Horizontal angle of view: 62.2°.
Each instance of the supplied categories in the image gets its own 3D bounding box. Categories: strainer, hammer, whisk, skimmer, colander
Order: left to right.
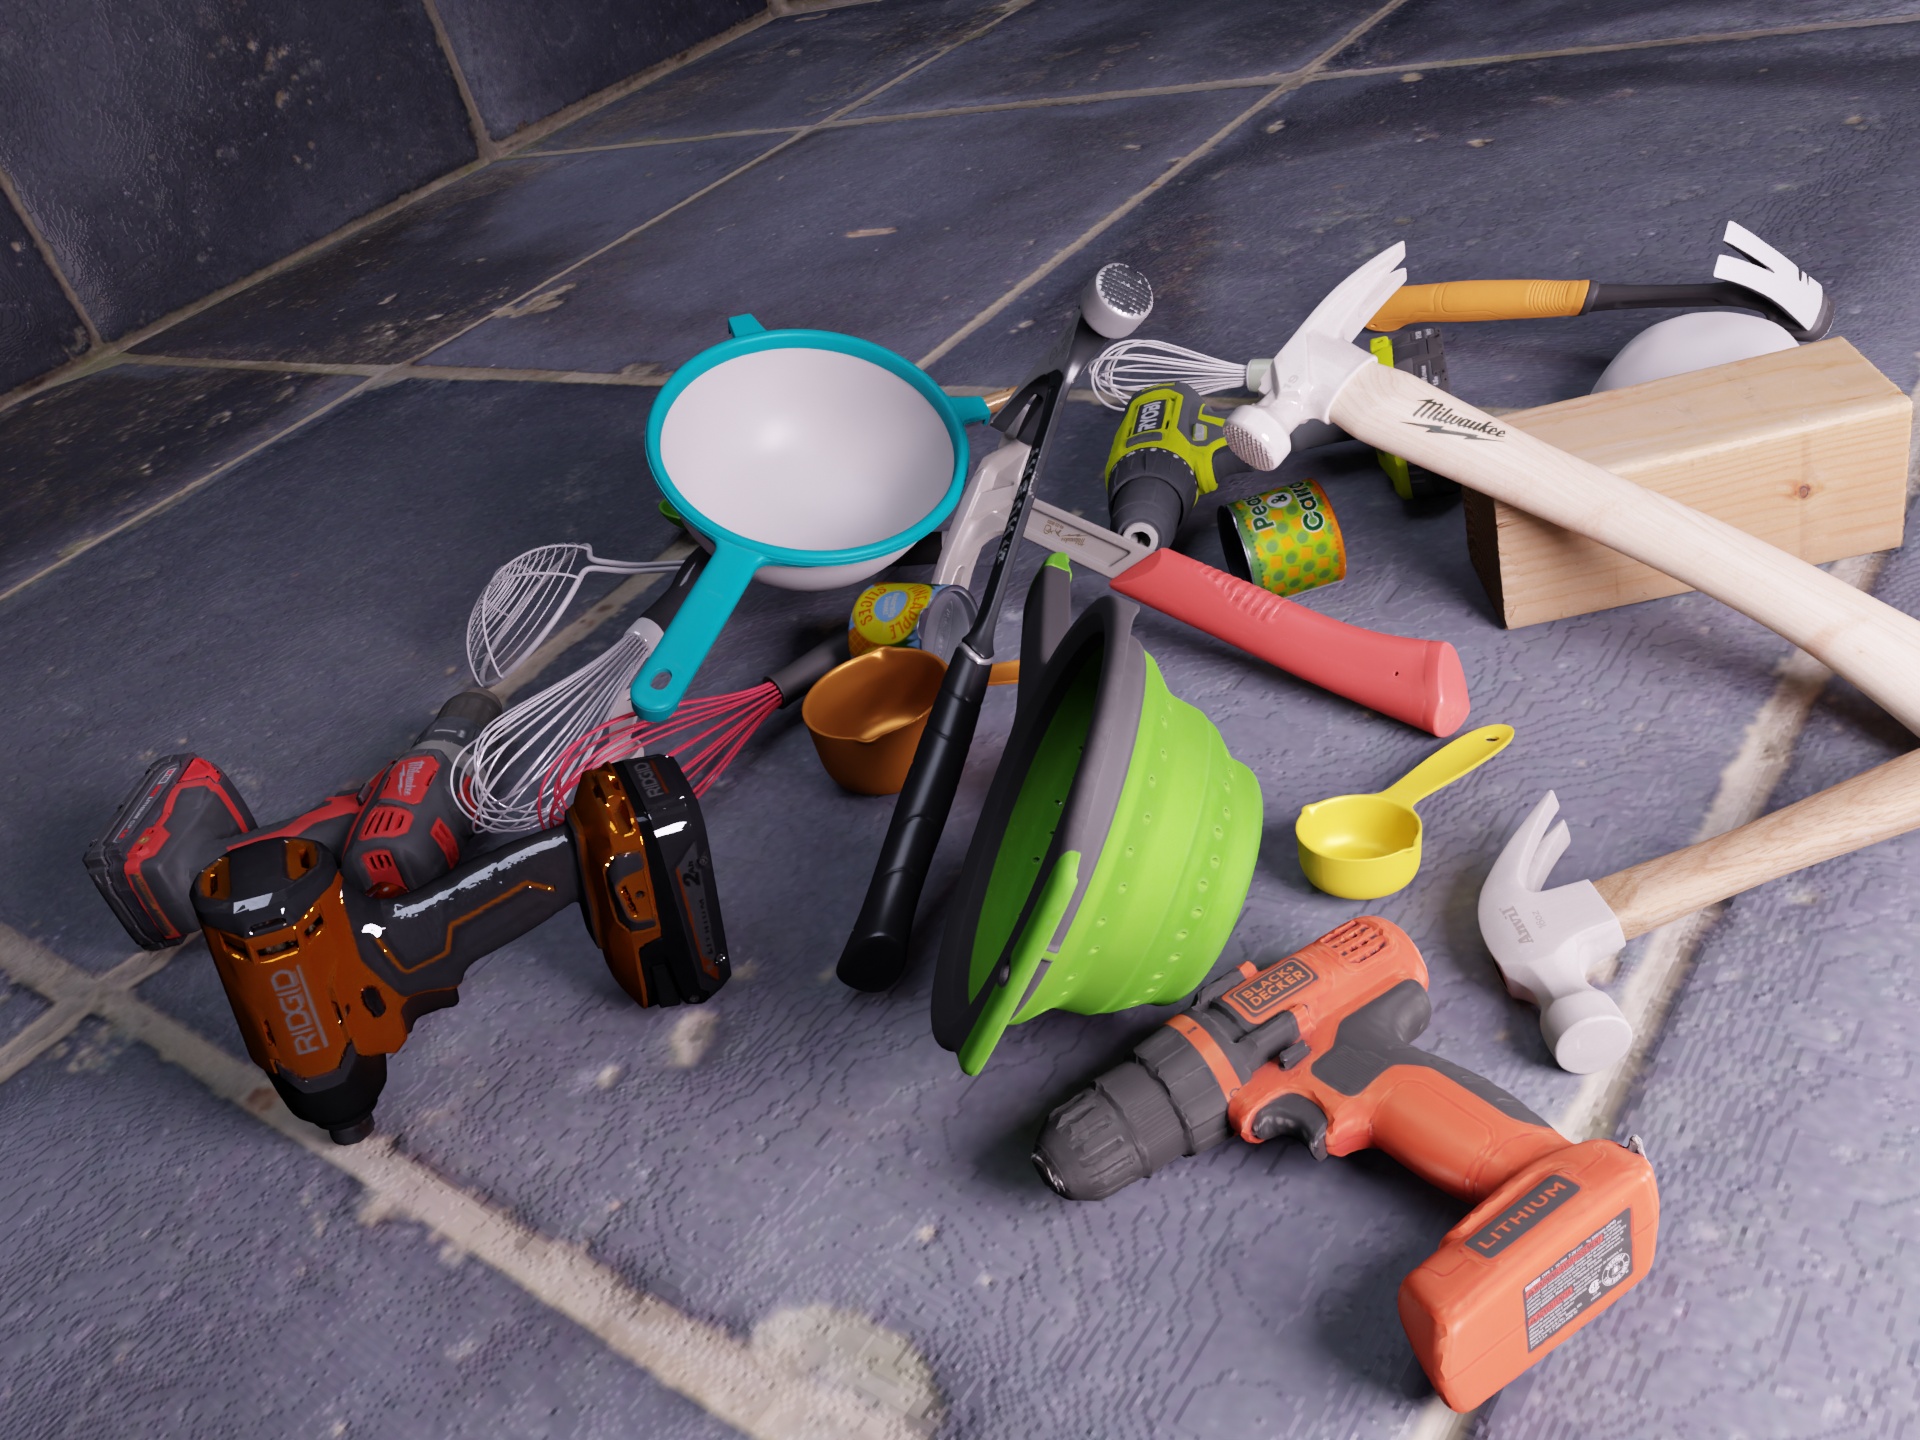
[{"bbox_3d":[-0.221,-0.033,1.016,0.070,0.070,0.285,6,45,33],"label":"whisk"},{"bbox_3d":[-0.180,-0.088,1.146,0.363,0.090,0.127,-4,38,4],"label":"skimmer"},{"bbox_3d":[-0.130,-0.007,0.979,0.296,0.073,0.073,-32,35,-29],"label":"whisk"},{"bbox_3d":[-0.126,-0.111,1.032,0.211,0.095,0.341,21,55,6],"label":"strainer"},{"bbox_3d":[0.010,-0.051,0.847,0.149,0.036,0.409,-39,30,62],"label":"hammer"},{"bbox_3d":[0.072,0.018,0.753,0.094,0.204,0.397,21,27,-7],"label":"colander"},{"bbox_3d":[0.127,-0.067,0.921,0.359,0.149,0.036,31,12,39],"label":"hammer"},{"bbox_3d":[0.211,-0.259,1.194,0.246,0.059,0.058,6,78,26],"label":"whisk"},{"bbox_3d":[0.406,-0.292,1.096,0.127,0.034,0.337,14,1,-38],"label":"hammer"},{"bbox_3d":[0.409,-0.189,0.967,0.256,0.069,0.152,-27,34,-16],"label":"strainer"},{"bbox_3d":[0.334,-0.106,0.781,0.411,0.038,0.146,36,80,29],"label":"hammer"},{"bbox_3d":[0.374,0.034,0.652,0.331,0.031,0.130,-24,31,7],"label":"hammer"}]

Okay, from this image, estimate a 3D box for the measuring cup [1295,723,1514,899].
[{"bbox_3d":[0.222,0.042,0.768,0.156,0.029,0.062,-27,32,-34],"label":"measuring cup"}]

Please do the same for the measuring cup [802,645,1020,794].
[{"bbox_3d":[-0.001,-0.003,0.913,0.173,0.052,0.095,-8,35,9],"label":"measuring cup"}]

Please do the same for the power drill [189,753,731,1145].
[{"bbox_3d":[-0.234,0.115,0.778,0.226,0.164,0.084,-15,30,-18],"label":"power drill"}]

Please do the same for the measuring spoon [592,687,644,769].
[{"bbox_3d":[-0.217,0.009,1.039,0.034,0.018,0.124,-22,26,4],"label":"measuring spoon"}]

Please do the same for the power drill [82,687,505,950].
[{"bbox_3d":[-0.404,0.054,1.006,0.226,0.080,0.188,-9,34,9],"label":"power drill"}]

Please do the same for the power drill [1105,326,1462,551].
[{"bbox_3d":[0.206,-0.177,1.043,0.228,0.080,0.191,-9,31,19],"label":"power drill"}]

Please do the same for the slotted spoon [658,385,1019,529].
[{"bbox_3d":[-0.092,-0.213,1.291,0.313,0.031,0.070,-22,33,-9],"label":"slotted spoon"}]
